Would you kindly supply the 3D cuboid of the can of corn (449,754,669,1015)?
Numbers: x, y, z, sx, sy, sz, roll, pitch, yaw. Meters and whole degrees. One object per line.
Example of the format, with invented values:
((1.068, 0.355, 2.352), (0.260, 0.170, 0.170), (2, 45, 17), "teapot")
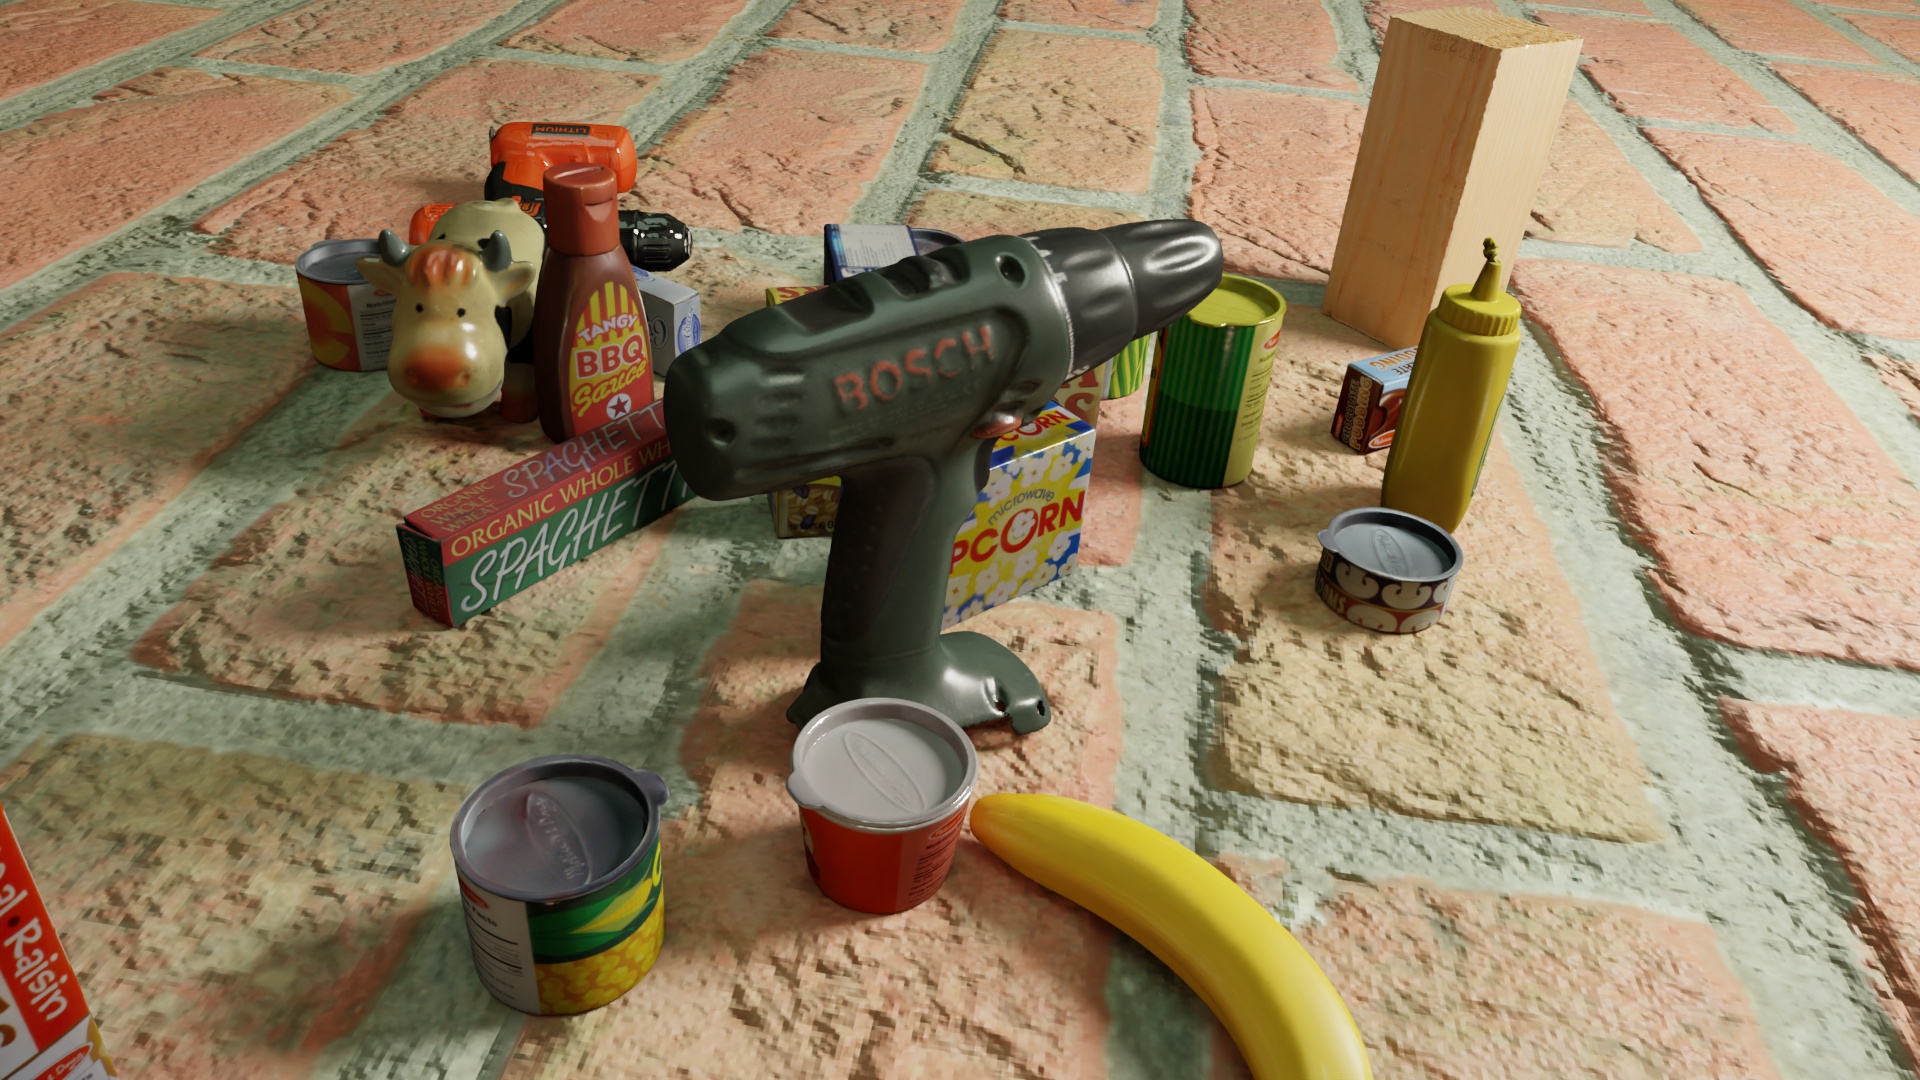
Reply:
((-0.132, 0.115, 0.472), (0.071, 0.058, 0.071), (4, 34, -2), "can of corn")

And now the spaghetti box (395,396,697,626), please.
((-0.165, -0.035, 0.700), (0.029, 0.050, 0.251), (25, 38, 27), "spaghetti box")

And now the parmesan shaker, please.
((0.137, -0.087, 0.771), (0.071, 0.102, 0.072), (4, 33, -2), "parmesan shaker")

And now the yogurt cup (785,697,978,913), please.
((-0.029, 0.099, 0.513), (0.072, 0.053, 0.073), (4, 34, -2), "yogurt cup")

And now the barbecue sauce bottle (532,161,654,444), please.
((-0.198, -0.125, 0.742), (0.044, 0.147, 0.065), (30, 41, 33), "barbecue sauce bottle")

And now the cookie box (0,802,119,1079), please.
((-0.298, 0.100, 0.375), (0.123, 0.166, 0.040), (20, 36, 21), "cookie box")

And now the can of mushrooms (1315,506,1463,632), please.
((0.210, 0.014, 0.691), (0.071, 0.033, 0.071), (4, 34, -2), "can of mushrooms")

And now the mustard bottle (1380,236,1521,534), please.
((0.259, -0.080, 0.725), (0.049, 0.159, 0.066), (14, 34, 13), "mustard bottle")

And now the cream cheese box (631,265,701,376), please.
((-0.202, -0.139, 0.848), (0.104, 0.053, 0.024), (24, 38, 27), "cream cheese box")

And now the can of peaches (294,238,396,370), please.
((-0.356, -0.141, 0.827), (0.071, 0.057, 0.071), (4, 34, -2), "can of peaches")

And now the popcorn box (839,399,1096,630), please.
((0.002, -0.008, 0.650), (0.127, 0.084, 0.038), (-22, 42, -34), "popcorn box")

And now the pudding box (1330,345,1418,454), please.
((0.266, -0.087, 0.836), (0.084, 0.049, 0.030), (-17, 39, -29), "pudding box")

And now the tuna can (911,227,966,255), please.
((-0.025, -0.190, 0.967), (0.071, 0.032, 0.071), (4, 34, -2), "tuna can")

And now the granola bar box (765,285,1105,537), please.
((-0.013, -0.067, 0.701), (0.166, 0.123, 0.039), (-4, 34, -13), "granola bar box")

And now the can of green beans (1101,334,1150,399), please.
((0.085, -0.128, 0.865), (0.071, 0.057, 0.071), (4, 34, -2), "can of green beans")
